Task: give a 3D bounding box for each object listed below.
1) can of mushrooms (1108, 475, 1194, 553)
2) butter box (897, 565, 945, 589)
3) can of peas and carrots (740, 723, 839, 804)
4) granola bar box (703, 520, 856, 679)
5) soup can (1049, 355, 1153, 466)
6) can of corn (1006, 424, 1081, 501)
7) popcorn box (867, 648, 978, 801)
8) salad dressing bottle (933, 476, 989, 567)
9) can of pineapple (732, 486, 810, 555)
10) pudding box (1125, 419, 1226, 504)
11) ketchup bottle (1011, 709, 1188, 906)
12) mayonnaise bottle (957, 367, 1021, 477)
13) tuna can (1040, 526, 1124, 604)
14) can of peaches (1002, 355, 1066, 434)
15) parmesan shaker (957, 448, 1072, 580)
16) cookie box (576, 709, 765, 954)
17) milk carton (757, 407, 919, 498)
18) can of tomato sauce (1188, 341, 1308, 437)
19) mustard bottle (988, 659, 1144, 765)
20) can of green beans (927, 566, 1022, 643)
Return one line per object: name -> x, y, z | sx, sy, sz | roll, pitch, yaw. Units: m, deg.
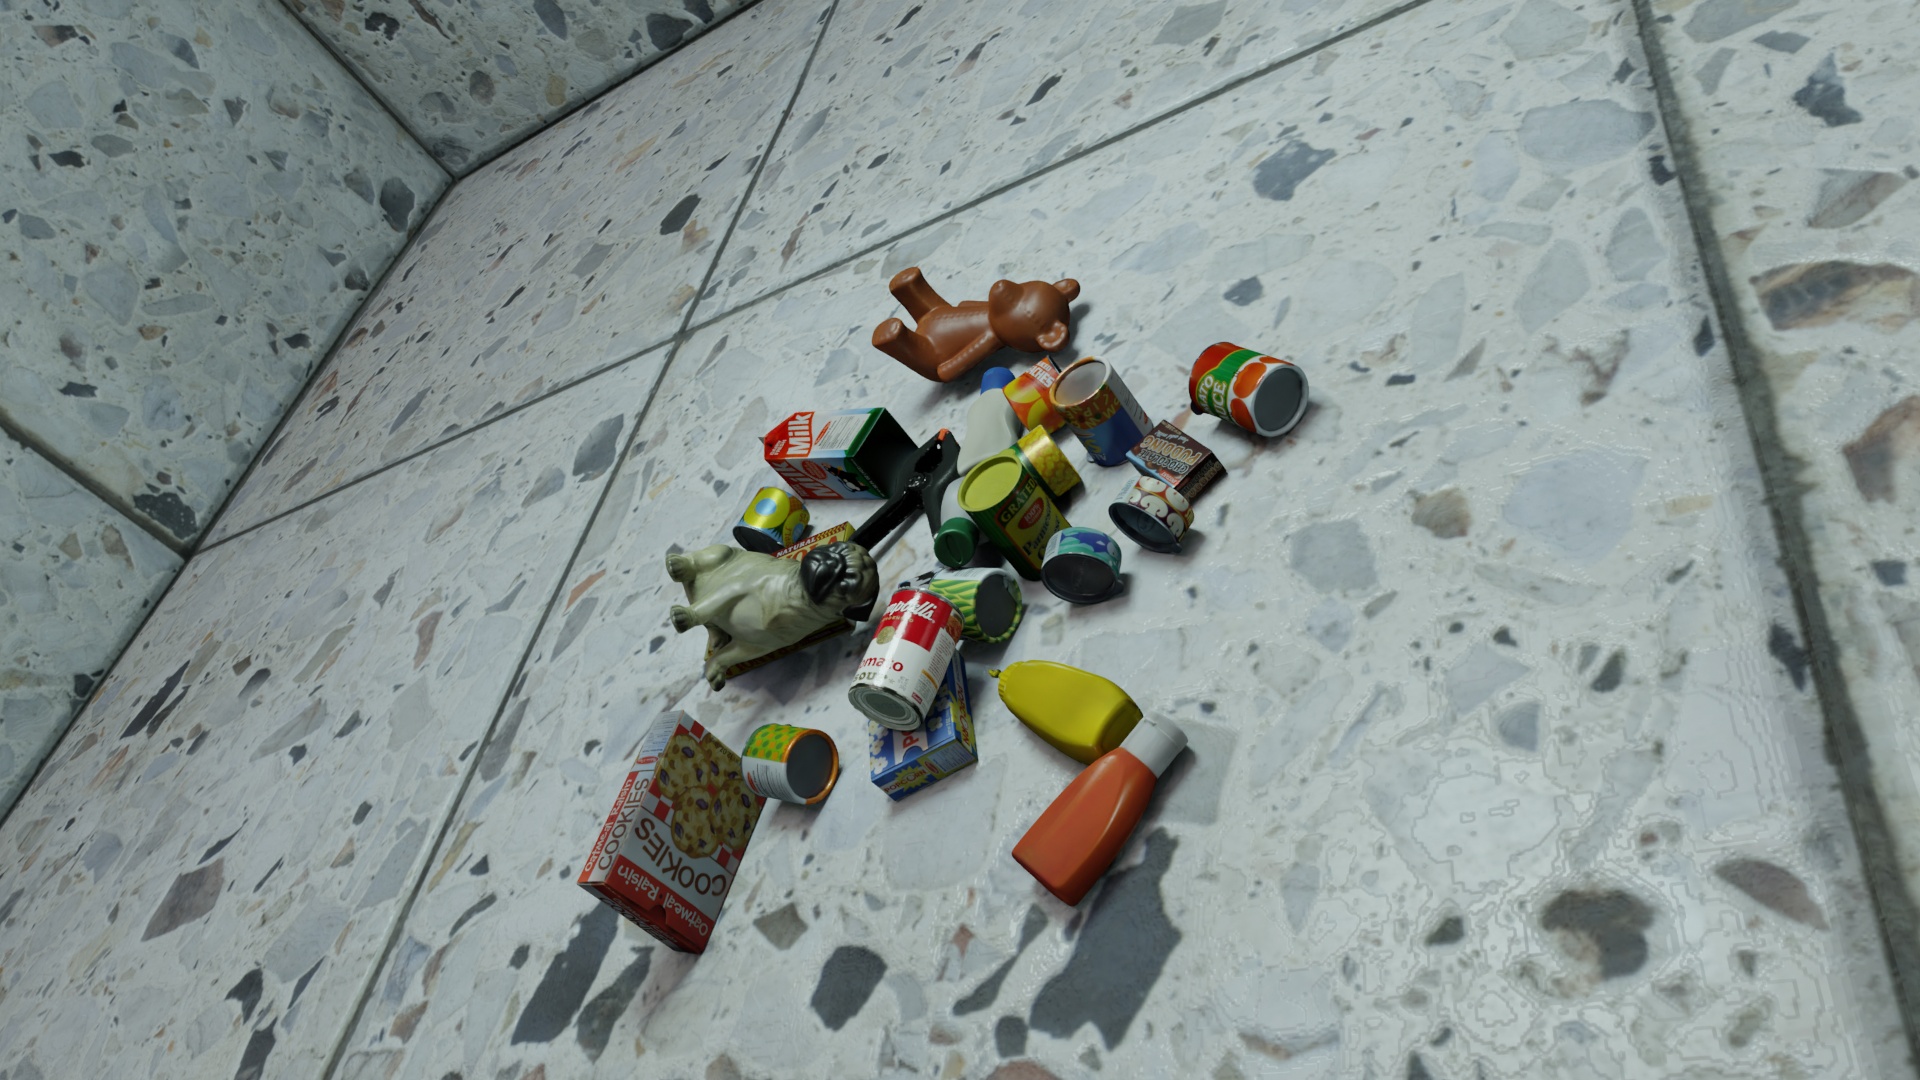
can of mushrooms -> 0.163, -0.021, 1.167 | 0.071, 0.071, 0.033 | 11, 59, 49
butter box -> -0.035, 0.074, 1.283 | 0.053, 0.024, 0.104 | -22, 39, 24
can of peas and carrots -> -0.148, 0.194, 1.222 | 0.058, 0.070, 0.071 | -1, 51, 42
granola bar box -> -0.179, 0.060, 1.421 | 0.165, 0.039, 0.125 | -22, 38, 24
soup can -> 0.128, -0.118, 1.289 | 0.071, 0.083, 0.072 | -26, 38, 22
can of corn -> 0.072, -0.064, 1.299 | 0.058, 0.071, 0.071 | -36, 35, 6
popcorn box -> -0.036, 0.150, 1.188 | 0.085, 0.038, 0.127 | -29, 36, 15
salad dressing bottle -> 0.005, -0.016, 1.279 | 0.044, 0.064, 0.148 | -20, 15, 15
can of pineapple -> -0.203, -0.017, 1.507 | 0.071, 0.071, 0.058 | -1, 51, 43
pudding box -> 0.189, -0.068, 1.223 | 0.049, 0.030, 0.084 | -43, 34, -1
ketchup bottle -> 0.105, 0.190, 1.007 | 0.149, 0.043, 0.065 | -48, 36, -11
mayonnaise bottle -> 0.034, -0.118, 1.416 | 0.064, 0.041, 0.149 | -20, 39, 25
tuna can -> 0.105, 0.022, 1.175 | 0.071, 0.071, 0.033 | -16, 41, 31
can of peaches -> 0.081, -0.141, 1.370 | 0.058, 0.071, 0.071 | -35, 35, 11
parmesan shaker -> 0.054, -0.022, 1.236 | 0.071, 0.103, 0.072 | -25, 38, 22
cookie box -> -0.242, 0.250, 1.198 | 0.040, 0.122, 0.168 | -12, 44, 37
milk carton -> -0.145, -0.095, 1.531 | 0.190, 0.072, 0.074 | 2, 53, 43
can of tomato sauce -> 0.248, -0.130, 1.203 | 0.071, 0.071, 0.083 | -46, 36, -8
mustard bottle -> 0.075, 0.127, 1.100 | 0.065, 0.048, 0.160 | -50, 35, -13
can of green beans -> 0.012, 0.056, 1.222 | 0.058, 0.071, 0.071 | 1, 52, 43
